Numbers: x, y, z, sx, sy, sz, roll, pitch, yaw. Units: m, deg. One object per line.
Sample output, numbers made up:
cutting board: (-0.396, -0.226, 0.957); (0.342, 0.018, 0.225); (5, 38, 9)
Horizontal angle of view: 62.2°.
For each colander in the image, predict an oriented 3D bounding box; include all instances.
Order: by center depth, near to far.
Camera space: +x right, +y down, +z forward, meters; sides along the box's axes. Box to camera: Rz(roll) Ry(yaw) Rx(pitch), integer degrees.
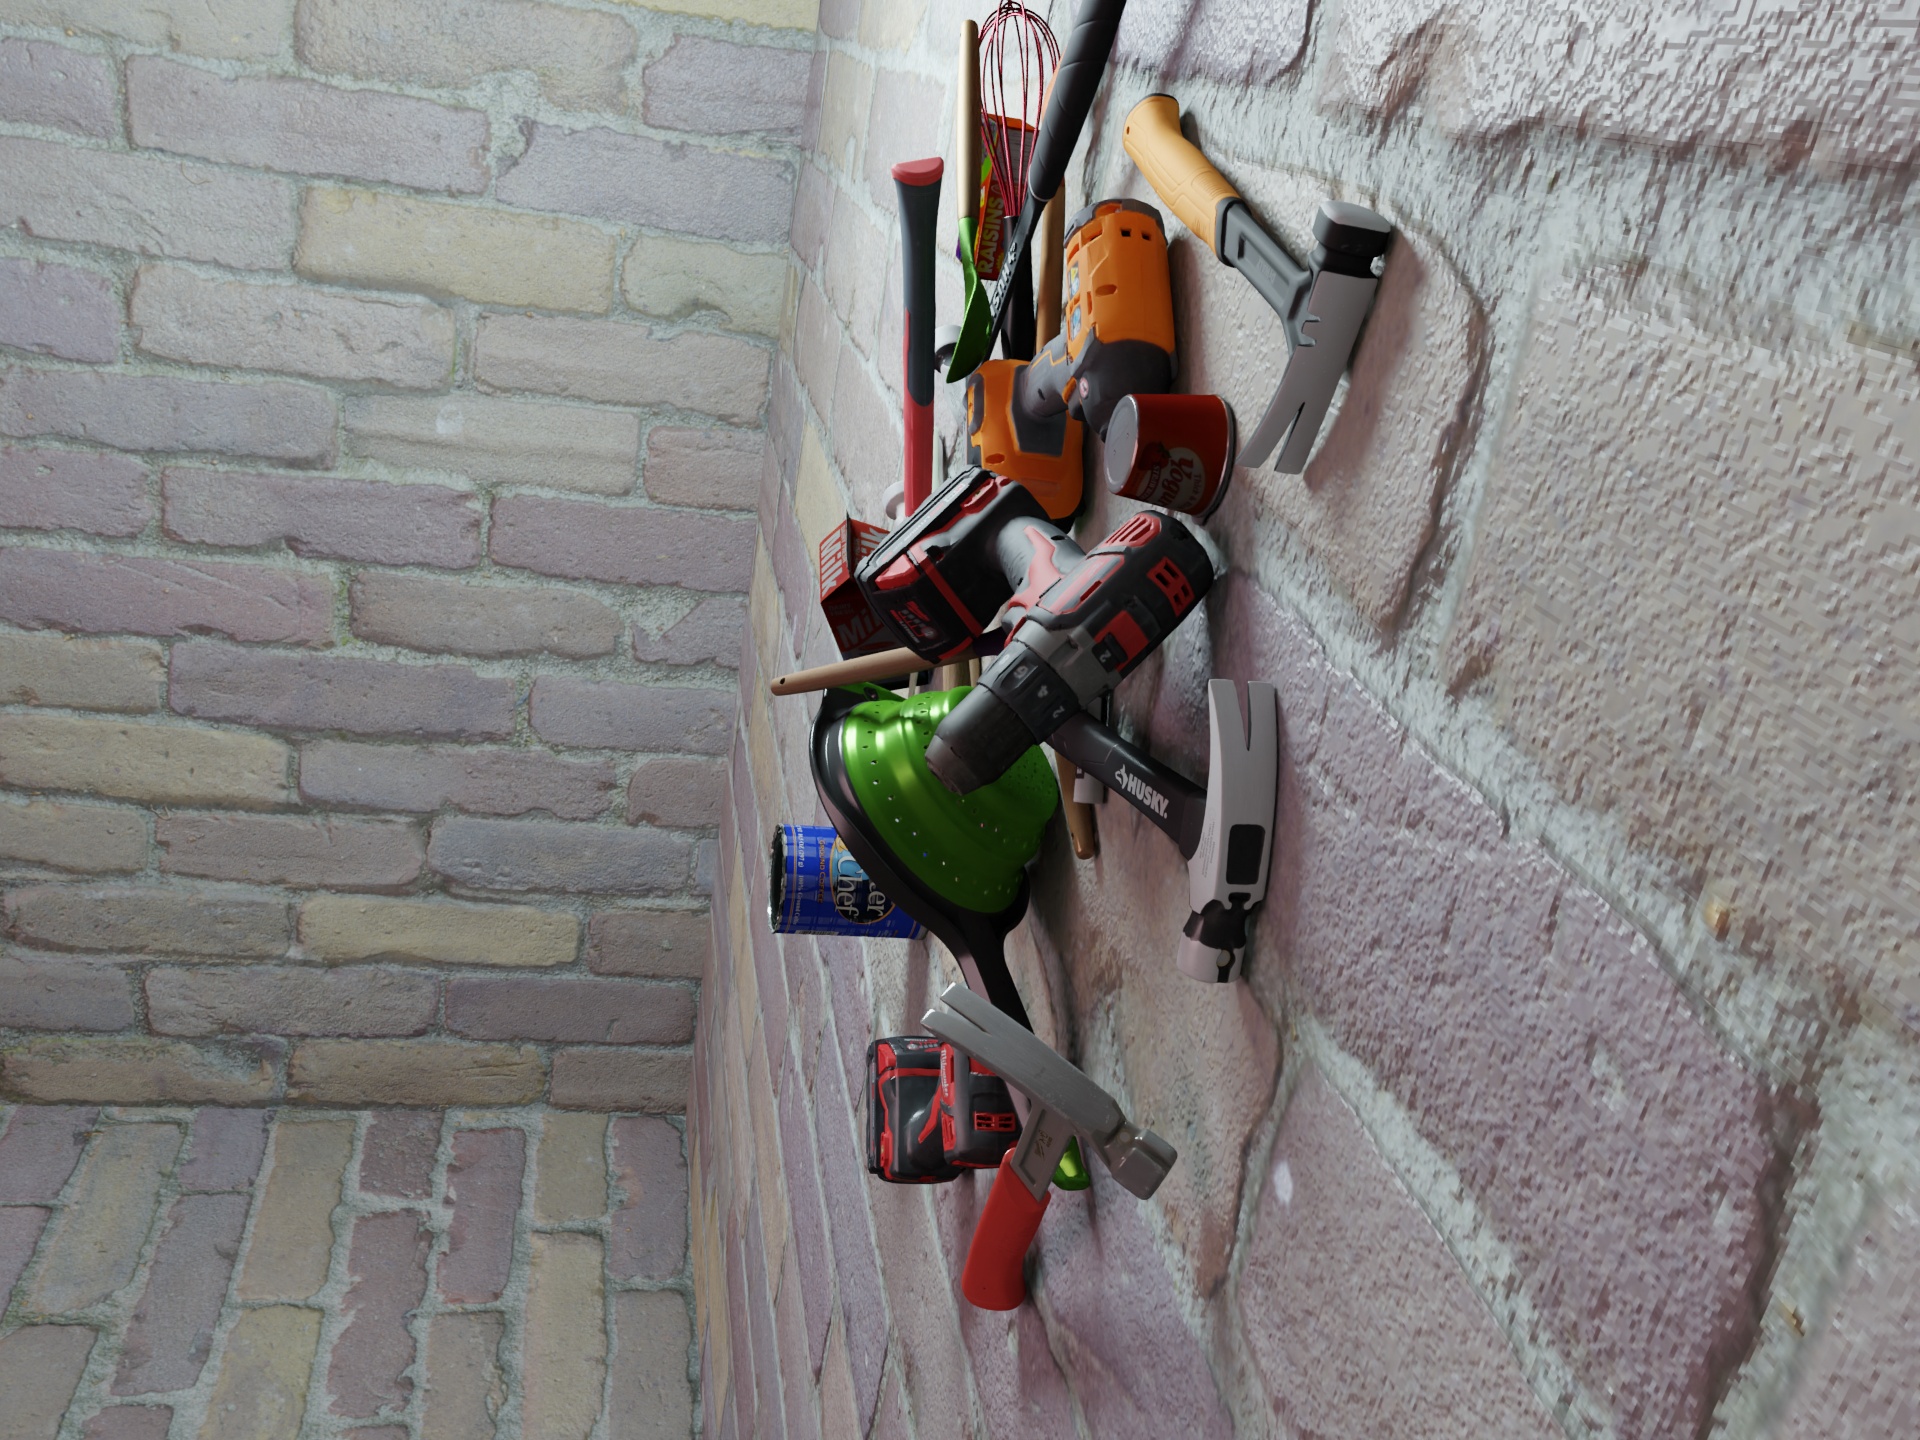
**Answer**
colander: (0.027, 0.109, 1.057); (0.094, 0.204, 0.398); (-38, 56, 24)

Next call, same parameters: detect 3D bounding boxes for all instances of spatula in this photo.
spatula: (-0.008, -0.047, 1.038); (0.316, 0.018, 0.060); (-11, 60, 37)
spatula: (0.053, -0.039, 1.106); (0.082, 0.044, 0.318); (98, 167, -52)
spatula: (0.077, -0.363, 1.159); (0.081, 0.041, 0.322); (-147, 58, -73)

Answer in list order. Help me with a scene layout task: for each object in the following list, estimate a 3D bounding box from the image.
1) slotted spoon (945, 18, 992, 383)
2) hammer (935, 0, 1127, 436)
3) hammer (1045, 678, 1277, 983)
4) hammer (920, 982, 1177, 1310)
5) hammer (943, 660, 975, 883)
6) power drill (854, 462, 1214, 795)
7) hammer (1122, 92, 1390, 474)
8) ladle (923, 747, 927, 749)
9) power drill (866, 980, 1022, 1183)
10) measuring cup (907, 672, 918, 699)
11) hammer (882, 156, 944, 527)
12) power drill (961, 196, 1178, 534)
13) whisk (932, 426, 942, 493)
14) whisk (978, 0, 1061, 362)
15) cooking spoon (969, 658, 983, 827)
slotted spoon: (0.007, -0.382, 1.151); (0.070, 0.031, 0.314); (114, 158, -68)
hammer: (0.052, -0.360, 1.118); (0.408, 0.036, 0.149); (113, 148, -51)
hammer: (0.087, 0.017, 0.912); (0.335, 0.035, 0.146); (-140, 55, -67)
hammer: (0.028, 0.284, 0.964); (0.037, 0.149, 0.358); (-46, -18, -30)
hammer: (-0.002, -0.004, 1.249); (0.130, 0.031, 0.331); (177, 90, -82)
power drill: (0.021, -0.056, 0.919); (0.188, 0.080, 0.227); (-44, 30, -7)
hammer: (0.138, -0.261, 0.851); (0.337, 0.034, 0.127); (-104, 24, -53)
ladle: (-0.045, 0.027, 1.329); (0.315, 0.031, 0.069); (-133, 28, -79)
power drill: (-0.008, 0.273, 1.200); (0.219, 0.078, 0.143); (129, 143, -62)
measuring cup: (-0.029, -0.013, 1.449); (0.083, 0.038, 0.167); (174, 102, -76)
hammer: (-0.028, -0.256, 1.242); (0.386, 0.038, 0.143); (92, 161, -52)
power drill: (0.070, -0.201, 1.018); (0.226, 0.084, 0.164); (134, 137, -64)
whisk: (-0.026, -0.191, 1.479); (0.057, 0.059, 0.247); (84, -176, -49)
whisk: (0.044, -0.412, 1.241); (0.073, 0.073, 0.296); (-152, 60, -75)
cooking spoon: (0.008, -0.031, 1.339); (0.068, 0.017, 0.319); (124, 146, -64)
